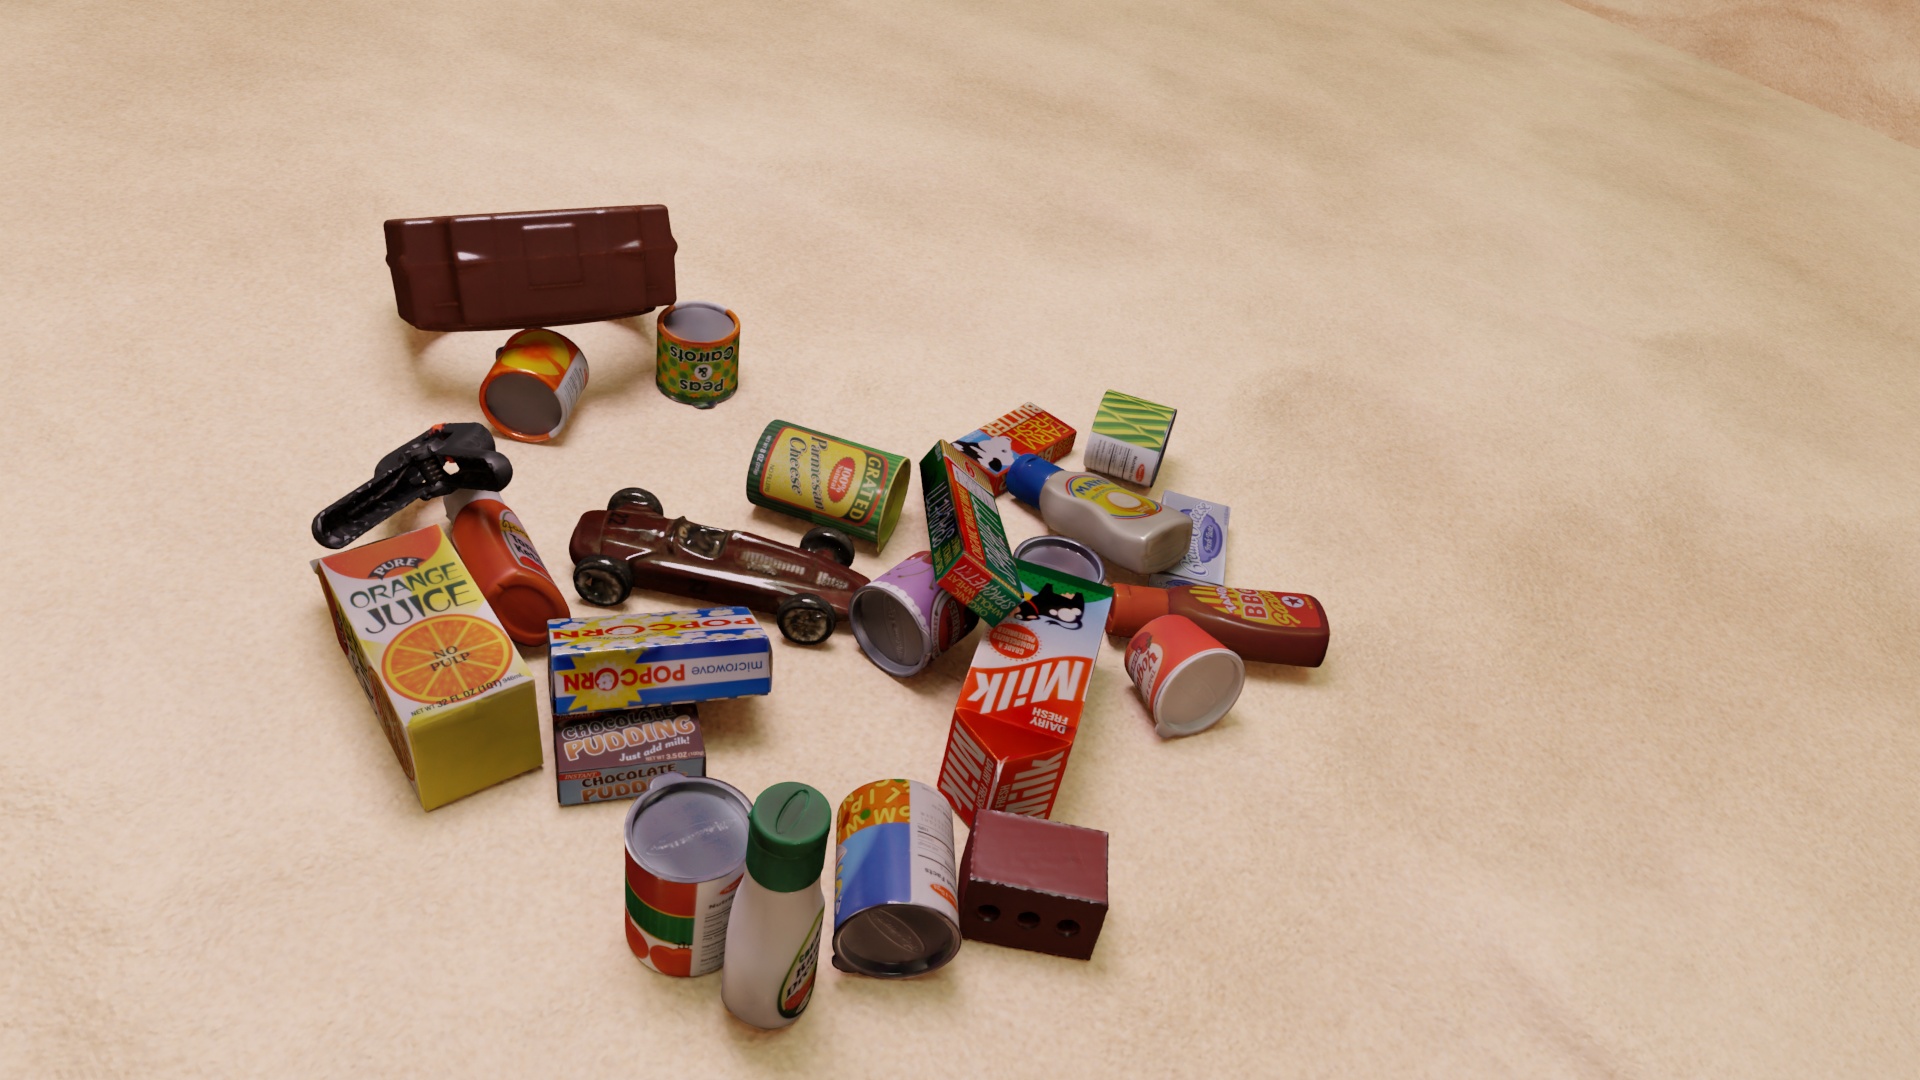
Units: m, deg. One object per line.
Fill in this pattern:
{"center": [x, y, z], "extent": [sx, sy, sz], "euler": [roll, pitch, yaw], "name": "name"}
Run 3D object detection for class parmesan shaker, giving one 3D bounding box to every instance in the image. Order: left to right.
{"center": [-0.096, -0.040, 1.000], "extent": [0.103, 0.071, 0.072], "euler": [17, 39, 8], "name": "parmesan shaker"}

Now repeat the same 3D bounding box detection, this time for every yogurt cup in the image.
{"center": [0.143, 0.085, 0.907], "extent": [0.072, 0.072, 0.054], "euler": [-9, 35, -24], "name": "yogurt cup"}

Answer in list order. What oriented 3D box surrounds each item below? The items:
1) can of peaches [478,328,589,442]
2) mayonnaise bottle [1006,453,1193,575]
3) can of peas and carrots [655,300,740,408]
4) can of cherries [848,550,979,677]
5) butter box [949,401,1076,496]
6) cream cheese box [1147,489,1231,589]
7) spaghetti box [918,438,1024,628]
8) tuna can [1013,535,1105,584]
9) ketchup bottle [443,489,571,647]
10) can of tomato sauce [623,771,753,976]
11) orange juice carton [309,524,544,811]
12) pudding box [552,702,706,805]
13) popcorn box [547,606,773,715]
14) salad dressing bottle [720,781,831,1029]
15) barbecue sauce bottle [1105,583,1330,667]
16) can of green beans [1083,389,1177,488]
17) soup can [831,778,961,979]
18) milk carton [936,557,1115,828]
{"center": [-0.319, -0.116, 1.034], "extent": [0.071, 0.070, 0.058], "euler": [9, 40, -3], "name": "can of peaches"}
{"center": [0.097, -0.023, 1.023], "extent": [0.065, 0.041, 0.148], "euler": [-21, 37, -38], "name": "mayonnaise bottle"}
{"center": [-0.209, -0.149, 1.107], "extent": [0.071, 0.058, 0.071], "euler": [6, 39, -5], "name": "can of peas and carrots"}
{"center": [-0.028, 0.048, 0.906], "extent": [0.071, 0.071, 0.059], "euler": [33, 42, 24], "name": "can of cherries"}
{"center": [0.041, -0.074, 1.104], "extent": [0.053, 0.024, 0.104], "euler": [34, 44, 27], "name": "butter box"}
{"center": [0.172, 0.005, 1.040], "extent": [0.053, 0.024, 0.104], "euler": [14, 39, 4], "name": "cream cheese box"}
{"center": [0.003, -0.012, 0.936], "extent": [0.050, 0.028, 0.251], "euler": [38, 13, -16], "name": "spaghetti box"}
{"center": [0.066, 0.031, 0.977], "extent": [0.071, 0.032, 0.071], "euler": [7, 39, -5], "name": "tuna can"}
{"center": [-0.300, 0.007, 0.898], "extent": [0.043, 0.064, 0.149], "euler": [-40, 44, -5], "name": "ketchup bottle"}
{"center": [-0.141, 0.172, 0.715], "extent": [0.071, 0.082, 0.071], "euler": [7, 39, -6], "name": "can of tomato sauce"}
{"center": [-0.319, 0.058, 0.818], "extent": [0.072, 0.072, 0.193], "euler": [-20, 48, -30], "name": "orange juice carton"}
{"center": [-0.192, 0.121, 0.806], "extent": [0.084, 0.030, 0.050], "euler": [-3, 40, -18], "name": "pudding box"}
{"center": [-0.183, 0.070, 0.836], "extent": [0.127, 0.038, 0.085], "euler": [-4, 12, -17], "name": "popcorn box"}
{"center": [-0.088, 0.177, 0.671], "extent": [0.044, 0.146, 0.064], "euler": [20, 40, 10], "name": "salad dressing bottle"}
{"center": [0.176, 0.056, 0.964], "extent": [0.149, 0.043, 0.065], "euler": [6, 25, -6], "name": "barbecue sauce bottle"}
{"center": [0.135, -0.081, 1.104], "extent": [0.058, 0.070, 0.071], "euler": [18, 39, 9], "name": "can of green beans"}
{"center": [-0.037, 0.181, 0.745], "extent": [0.071, 0.071, 0.084], "euler": [5, 39, -8], "name": "soup can"}
{"center": [0.038, 0.101, 0.854], "extent": [0.073, 0.072, 0.192], "euler": [17, 39, 6], "name": "milk carton"}
